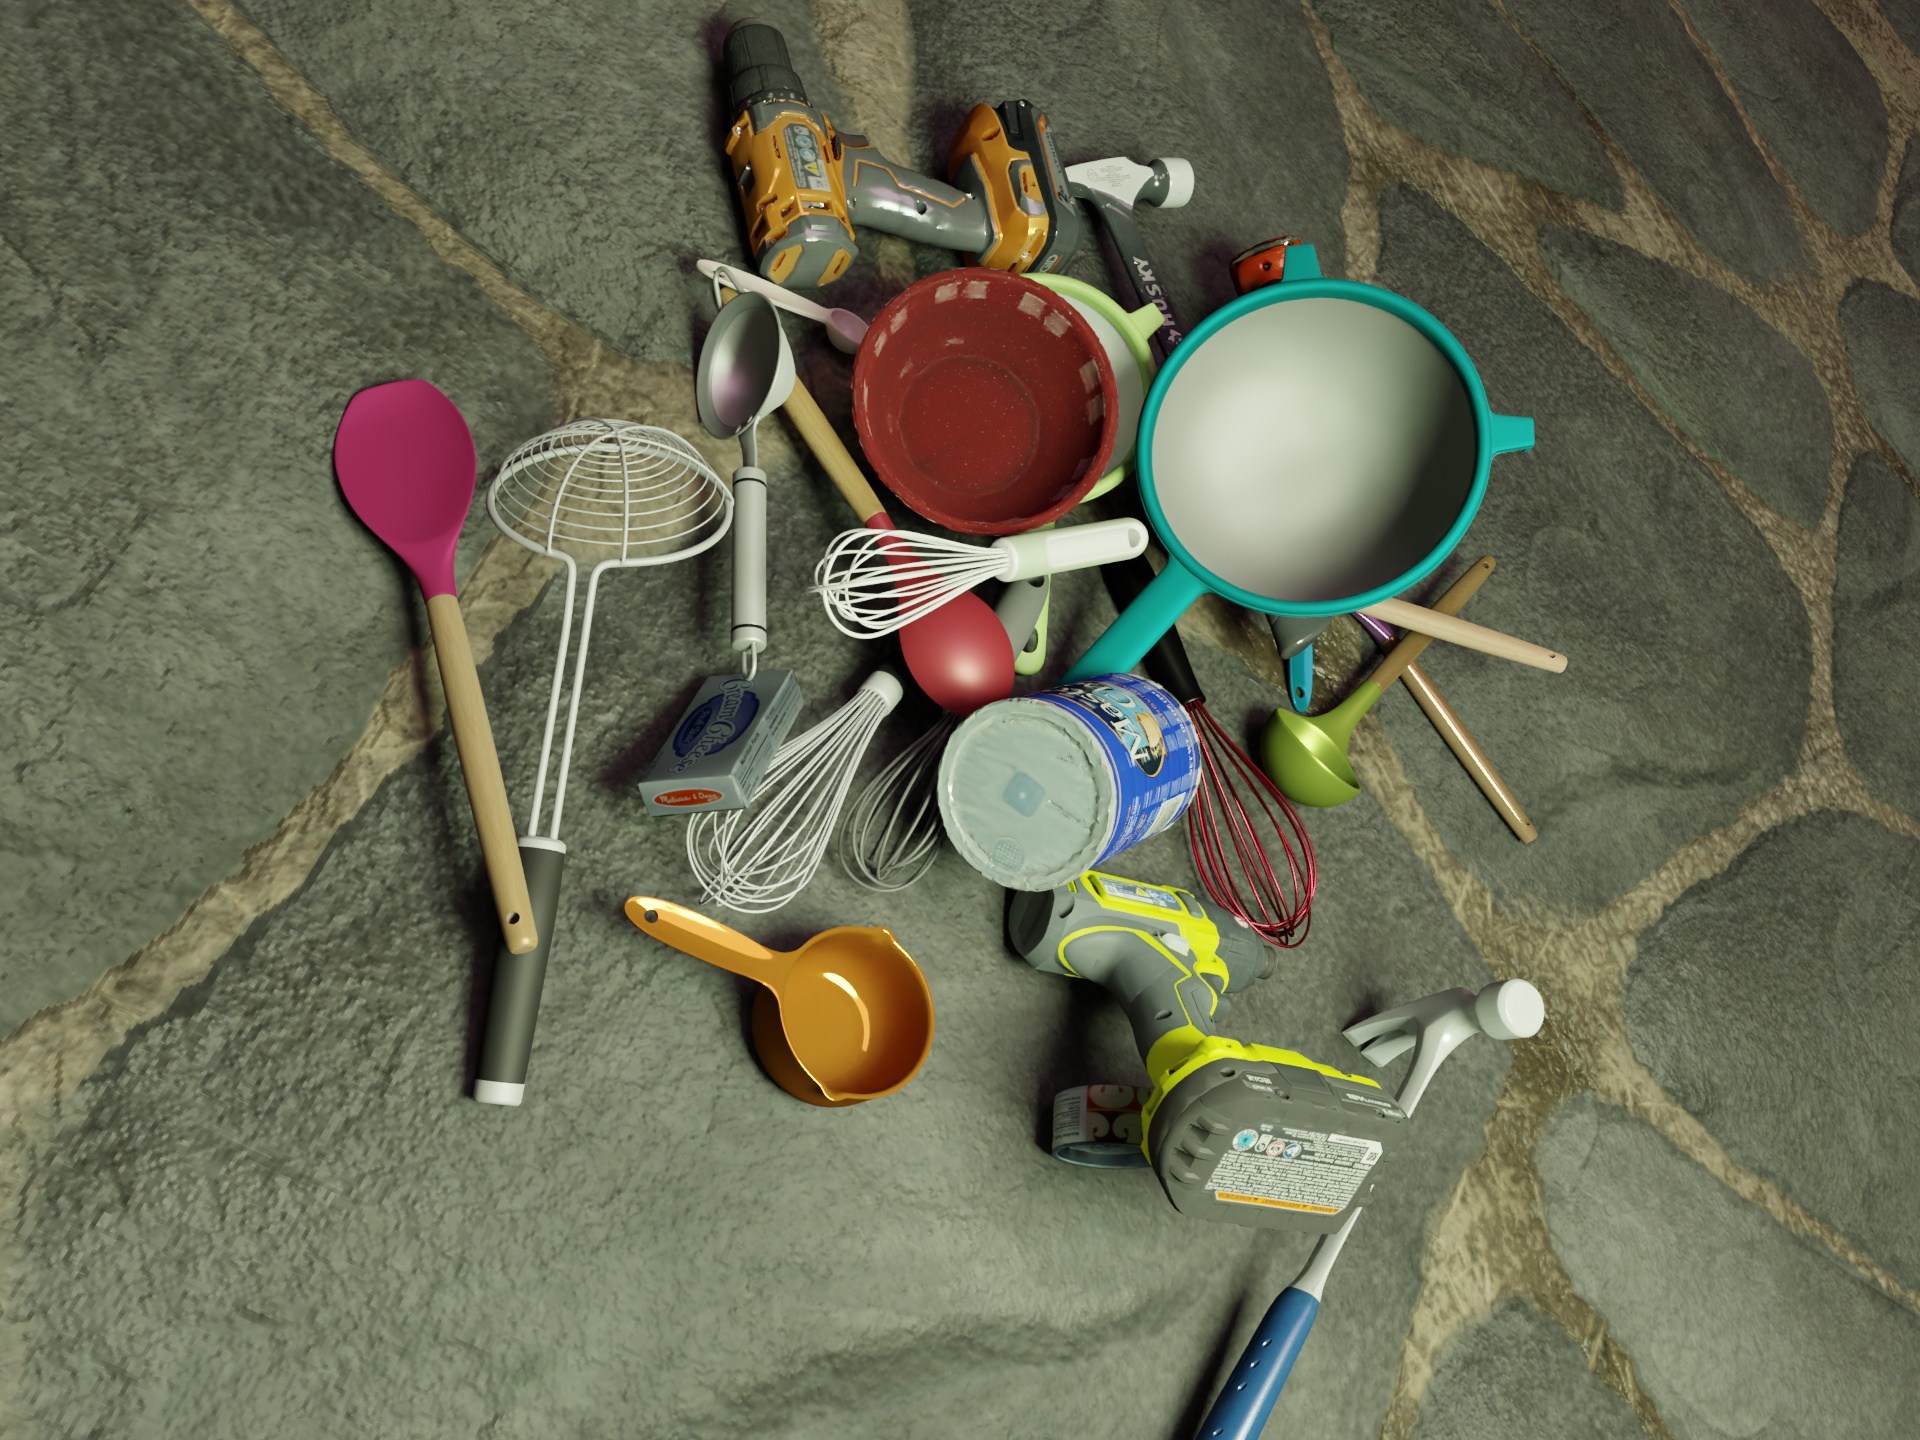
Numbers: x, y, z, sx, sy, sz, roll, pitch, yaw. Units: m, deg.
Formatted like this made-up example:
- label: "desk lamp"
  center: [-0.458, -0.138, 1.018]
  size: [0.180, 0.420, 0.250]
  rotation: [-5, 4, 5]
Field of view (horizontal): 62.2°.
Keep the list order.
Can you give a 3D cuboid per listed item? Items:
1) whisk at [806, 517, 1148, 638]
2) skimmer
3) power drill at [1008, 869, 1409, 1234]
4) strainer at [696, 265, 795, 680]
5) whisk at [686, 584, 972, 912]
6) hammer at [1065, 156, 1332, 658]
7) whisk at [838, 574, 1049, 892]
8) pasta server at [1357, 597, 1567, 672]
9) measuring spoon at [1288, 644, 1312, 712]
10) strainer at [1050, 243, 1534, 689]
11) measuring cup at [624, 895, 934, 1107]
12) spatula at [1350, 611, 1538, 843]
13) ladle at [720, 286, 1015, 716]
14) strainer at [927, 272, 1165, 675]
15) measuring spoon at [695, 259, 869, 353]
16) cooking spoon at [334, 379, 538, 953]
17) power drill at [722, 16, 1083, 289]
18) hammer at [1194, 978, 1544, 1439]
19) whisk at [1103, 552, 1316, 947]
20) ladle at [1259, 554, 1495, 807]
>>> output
- label: "whisk"
  center: [0.018, -0.089, 0.888]
  size: [0.246, 0.059, 0.058]
  rotation: [-14, 99, -39]
- label: "skimmer"
  center: [-0.197, 0.008, 0.804]
  size: [0.127, 0.090, 0.363]
  rotation: [7, 75, -4]
- label: "power drill"
  center: [0.138, 0.166, 0.863]
  size: [0.171, 0.080, 0.223]
  rotation: [15, 23, -25]
- label: "strainer"
  center: [-0.118, -0.140, 0.892]
  size: [0.050, 0.087, 0.259]
  rotation: [16, 61, -38]
- label: "whisk"
  center: [-0.060, 0.004, 0.884]
  size: [0.070, 0.070, 0.285]
  rotation: [45, 48, -8]
- label: "hammer"
  center: [0.160, -0.227, 1.103]
  size: [0.149, 0.036, 0.409]
  rotation: [-10, 68, -25]
- label: "whisk"
  center: [-0.003, -0.003, 0.918]
  size: [0.055, 0.055, 0.239]
  rotation: [37, 59, -14]
- label: "pasta server"
  center: [0.284, -0.087, 1.112]
  size: [0.316, 0.040, 0.060]
  rotation: [17, 59, -8]
- label: "measuring spoon"
  center: [0.236, -0.066, 1.135]
  size: [0.042, 0.021, 0.129]
  rotation: [10, 73, -29]
- label: "strainer"
  center: [0.176, -0.114, 1.003]
  size: [0.211, 0.095, 0.340]
  rotation: [44, 95, 15]
- label: "measuring cup"
  center: [-0.098, 0.135, 0.804]
  size: [0.173, 0.052, 0.095]
  rotation: [28, 57, -17]
- label: "spatula"
  center: [0.332, -0.041, 1.181]
  size: [0.060, 0.018, 0.316]
  rotation: [-35, 89, -38]
- label: "ladle"
  center: [-0.062, -0.137, 0.930]
  size: [0.069, 0.031, 0.316]
  rotation: [-22, 70, -32]
- label: "strainer"
  center: [0.044, -0.154, 1.023]
  size: [0.151, 0.069, 0.256]
  rotation: [5, 84, -11]
- label: "measuring spoon"
  center: [-0.110, -0.255, 0.986]
  size: [0.124, 0.018, 0.034]
  rotation: [17, 41, -29]
- label: "cooking spoon"
  center: [-0.248, -0.036, 0.775]
  size: [0.068, 0.017, 0.319]
  rotation: [-15, 68, -12]
- label: "power drill"
  center: [-0.047, -0.370, 1.048]
  size: [0.226, 0.084, 0.185]
  rotation: [-5, 71, -30]
- label: "hammer"
  center: [0.192, 0.312, 0.886]
  size: [0.035, 0.144, 0.406]
  rotation: [43, 62, -7]
- label: "whisk"
  center: [0.155, 0.008, 1.022]
  size: [0.073, 0.073, 0.296]
  rotation: [-8, 68, -35]
- label: "ladle"
  center: [0.311, -0.042, 1.128]
  size: [0.078, 0.062, 0.320]
  rotation: [45, 56, 6]
